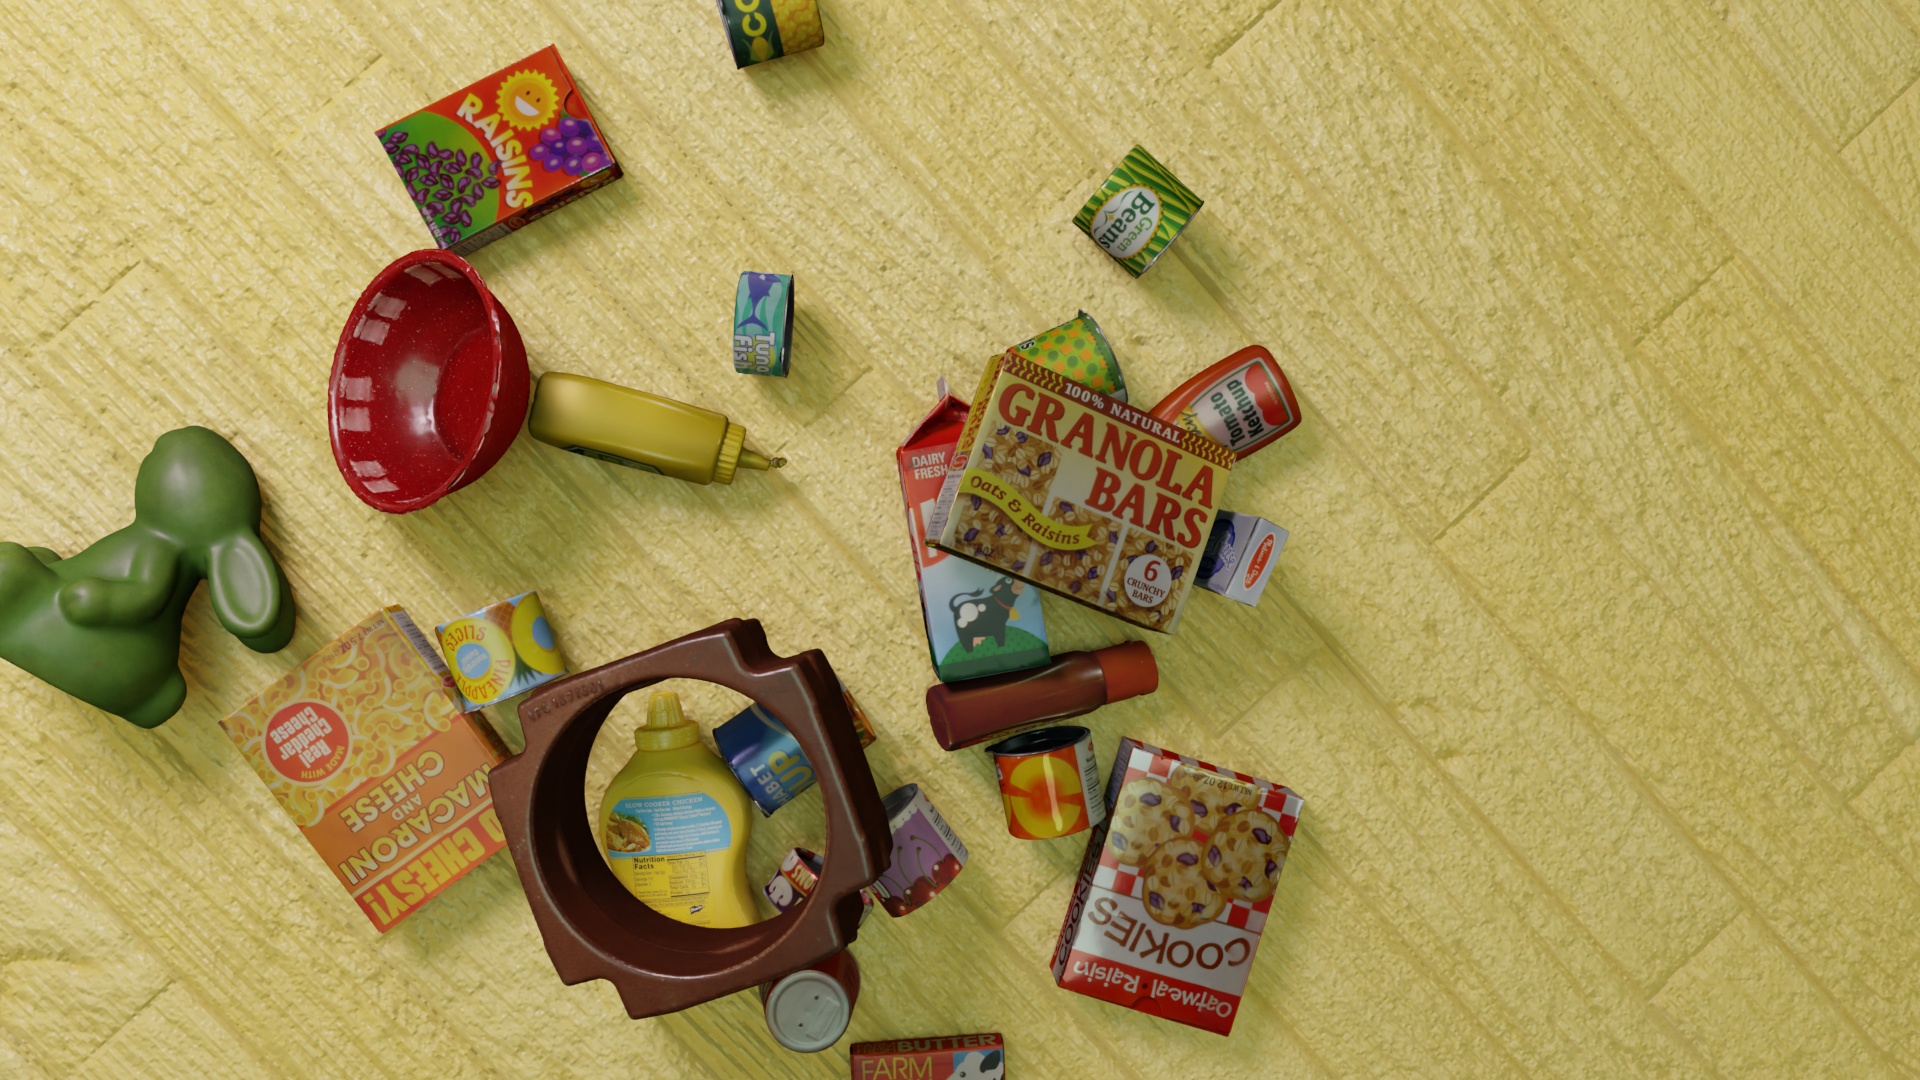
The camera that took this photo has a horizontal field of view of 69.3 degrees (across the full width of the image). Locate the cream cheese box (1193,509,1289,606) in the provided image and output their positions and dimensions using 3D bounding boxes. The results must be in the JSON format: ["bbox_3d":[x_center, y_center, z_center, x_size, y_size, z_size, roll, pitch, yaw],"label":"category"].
[{"bbox_3d":[0.173,0.009,0.894,0.024,0.104,0.053,25,91,-10],"label":"cream cheese box"}]

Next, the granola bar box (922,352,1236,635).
[{"bbox_3d":[0.074,-0.027,0.852,0.165,0.039,0.124,22,84,-19],"label":"granola bar box"}]

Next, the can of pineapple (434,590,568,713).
[{"bbox_3d":[-0.289,0.070,0.872,0.071,0.071,0.058,-21,93,-4],"label":"can of pineapple"}]

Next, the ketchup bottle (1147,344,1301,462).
[{"bbox_3d":[0.148,-0.069,0.920,0.149,0.043,0.064,-30,100,-3],"label":"ketchup bottle"}]

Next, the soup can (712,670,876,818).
[{"bbox_3d":[-0.104,0.127,0.890,0.084,0.071,0.071,-34,95,-3],"label":"soup can"}]

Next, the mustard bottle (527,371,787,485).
[{"bbox_3d":[-0.189,-0.066,0.881,0.160,0.065,0.049,15,87,-9],"label":"mustard bottle"}]

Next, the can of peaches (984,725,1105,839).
[{"bbox_3d":[0.056,0.158,0.908,0.071,0.071,0.058,-12,94,-4],"label":"can of peaches"}]

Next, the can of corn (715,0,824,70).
[{"bbox_3d":[-0.122,-0.338,0.874,0.058,0.071,0.071,-17,93,-5],"label":"can of corn"}]

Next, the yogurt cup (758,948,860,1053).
[{"bbox_3d":[-0.099,0.297,0.904,0.072,0.054,0.072,0,93,-5],"label":"yogurt cup"}]

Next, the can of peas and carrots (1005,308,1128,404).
[{"bbox_3d":[0.067,-0.108,0.900,0.059,0.071,0.071,-25,94,-3],"label":"can of peas and carrots"}]

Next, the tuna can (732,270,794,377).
[{"bbox_3d":[-0.124,-0.135,0.881,0.033,0.071,0.071,4,92,-3],"label":"tuna can"}]

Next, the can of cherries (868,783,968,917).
[{"bbox_3d":[-0.039,0.202,0.900,0.071,0.071,0.058,-37,96,-3],"label":"can of cherries"}]

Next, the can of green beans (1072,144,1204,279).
[{"bbox_3d":[0.114,-0.213,0.900,0.058,0.071,0.071,40,88,-5],"label":"can of green beans"}]

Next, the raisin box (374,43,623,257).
[{"bbox_3d":[-0.289,-0.245,0.878,0.123,0.040,0.086,-28,93,-4],"label":"raisin box"}]

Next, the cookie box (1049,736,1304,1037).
[{"bbox_3d":[0.144,0.231,0.930,0.123,0.040,0.167,18,90,-5],"label":"cookie box"}]

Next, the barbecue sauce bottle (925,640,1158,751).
[{"bbox_3d":[0.055,0.099,0.909,0.149,0.065,0.043,-13,89,-13],"label":"barbecue sauce bottle"}]

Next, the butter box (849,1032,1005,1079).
[{"bbox_3d":[-0.022,0.361,0.927,0.103,0.024,0.053,-2,93,-5],"label":"butter box"}]

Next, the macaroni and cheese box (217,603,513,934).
[{"bbox_3d":[-0.362,0.143,0.883,0.124,0.040,0.166,-36,94,-3],"label":"macaroni and cheese box"}]

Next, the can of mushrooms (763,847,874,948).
[{"bbox_3d":[-0.091,0.230,0.894,0.071,0.071,0.033,36,87,-5],"label":"can of mushrooms"}]

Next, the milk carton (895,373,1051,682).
[{"bbox_3d":[0.003,-0.011,0.894,0.073,0.072,0.190,-10,92,-5],"label":"milk carton"}]
